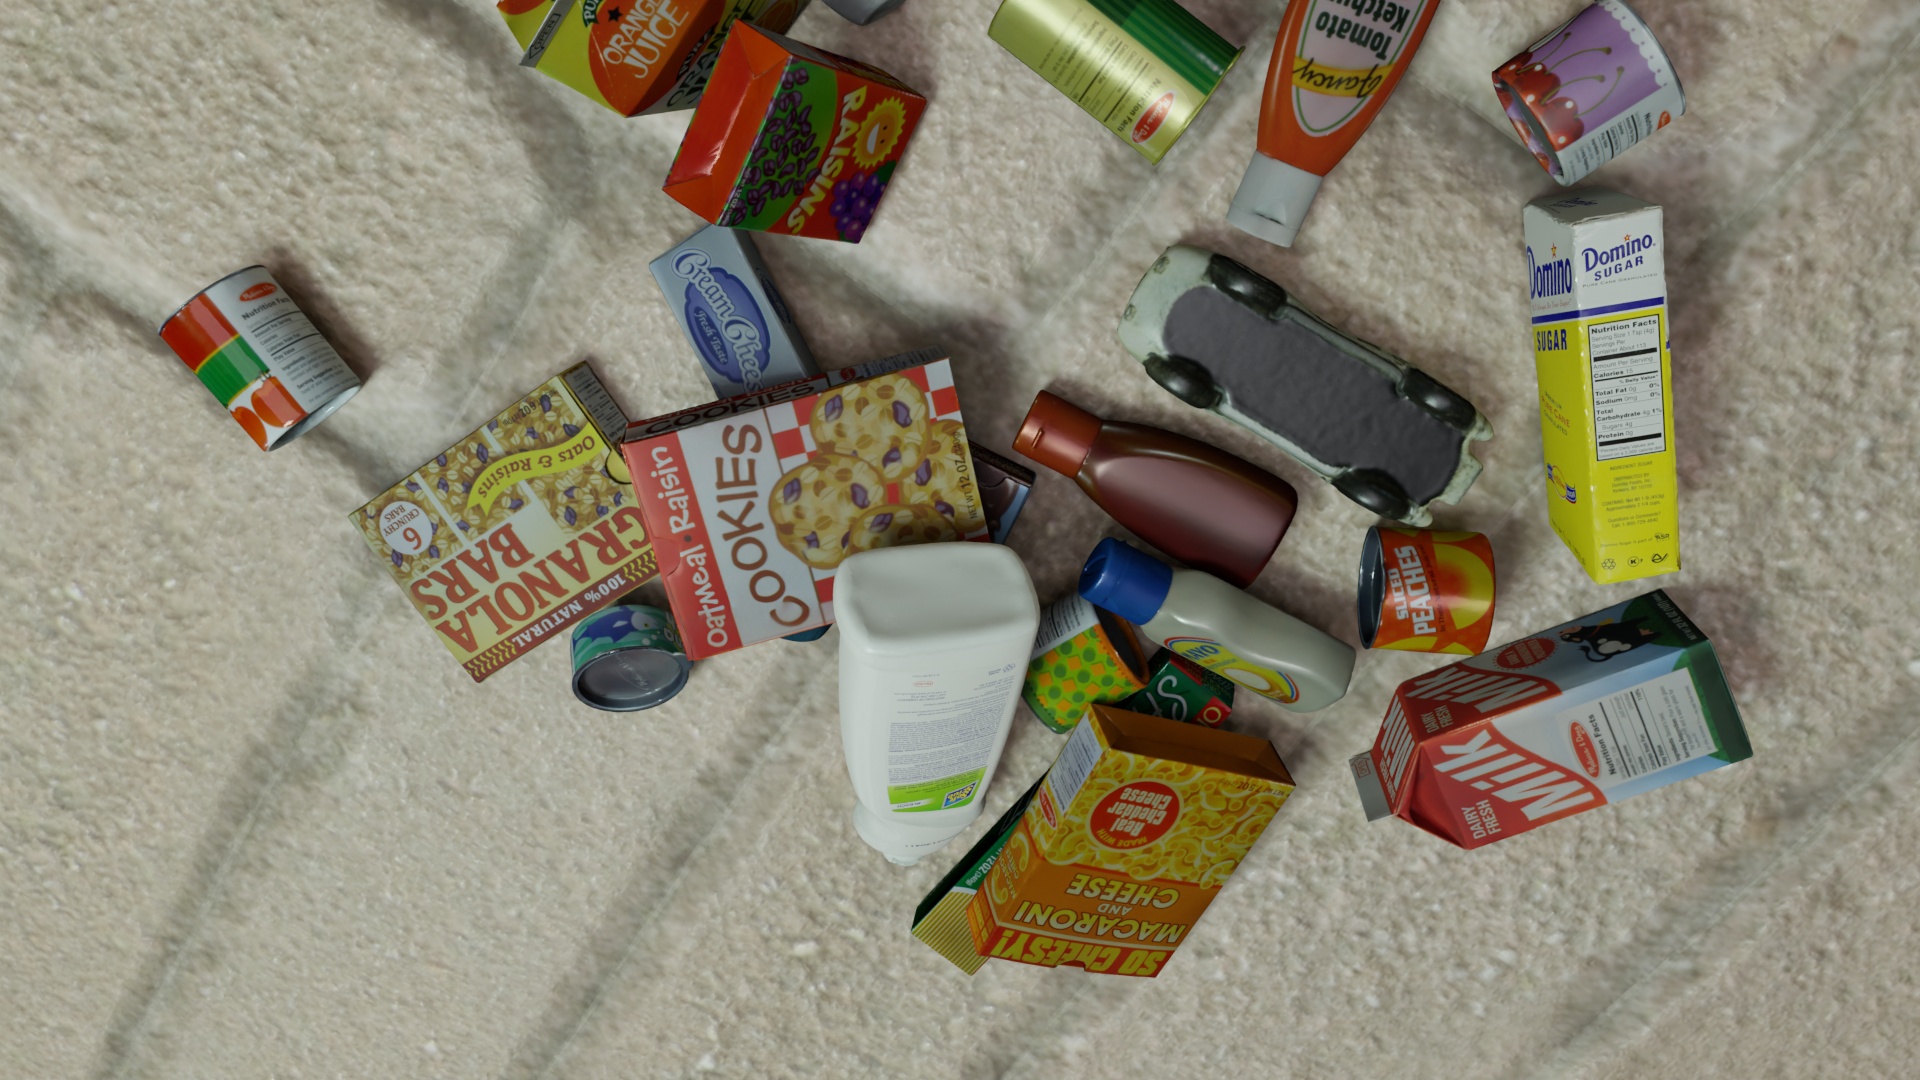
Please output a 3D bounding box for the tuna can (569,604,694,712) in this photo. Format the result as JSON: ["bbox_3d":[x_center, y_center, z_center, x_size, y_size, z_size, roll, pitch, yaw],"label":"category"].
[{"bbox_3d":[-0.191,0.068,0.809,0.071,0.033,0.070,-11,143,-8],"label":"tuna can"}]

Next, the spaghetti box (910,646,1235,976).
[{"bbox_3d":[0.063,0.162,0.826,0.050,0.029,0.249,37,110,-7],"label":"spaghetti box"}]

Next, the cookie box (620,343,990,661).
[{"bbox_3d":[-0.075,-0.019,0.714,0.168,0.040,0.122,-15,111,-5],"label":"cookie box"}]

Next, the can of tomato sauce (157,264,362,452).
[{"bbox_3d":[-0.391,-0.100,0.777,0.071,0.071,0.083,-34,102,18],"label":"can of tomato sauce"}]

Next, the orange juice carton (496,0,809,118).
[{"bbox_3d":[-0.138,-0.243,0.623,0.073,0.193,0.071,41,111,-6],"label":"orange juice carton"}]

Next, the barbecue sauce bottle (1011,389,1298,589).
[{"bbox_3d":[0.101,-0.032,0.744,0.148,0.044,0.064,26,117,-1],"label":"barbecue sauce bottle"}]

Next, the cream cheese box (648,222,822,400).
[{"bbox_3d":[-0.120,-0.116,0.743,0.053,0.024,0.104,-28,89,17],"label":"cream cheese box"}]

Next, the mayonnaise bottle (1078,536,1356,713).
[{"bbox_3d":[0.135,0.046,0.747,0.148,0.064,0.041,26,69,-12],"label":"mayonnaise bottle"}]

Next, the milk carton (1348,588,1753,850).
[{"bbox_3d":[0.305,0.103,0.748,0.190,0.072,0.073,-23,105,14],"label":"milk carton"}]

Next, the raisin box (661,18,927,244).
[{"bbox_3d":[-0.077,-0.192,0.668,0.040,0.124,0.085,35,111,20],"label":"raisin box"}]

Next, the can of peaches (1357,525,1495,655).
[{"bbox_3d":[0.244,0.027,0.730,0.058,0.071,0.071,4,110,6],"label":"can of peaches"}]

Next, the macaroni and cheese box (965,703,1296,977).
[{"bbox_3d":[0.093,0.176,0.788,0.124,0.040,0.165,14,119,-23],"label":"macaroni and cheese box"}]

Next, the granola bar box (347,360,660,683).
[{"bbox_3d":[-0.250,-0.008,0.804,0.165,0.039,0.124,-30,103,17],"label":"granola bar box"}]

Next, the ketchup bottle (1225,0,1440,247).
[{"bbox_3d":[0.175,-0.217,0.669,0.065,0.044,0.148,22,111,0],"label":"ketchup bottle"}]

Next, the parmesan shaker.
[{"bbox_3d":[0.074,-0.239,0.661,0.103,0.071,0.071,37,110,-5],"label":"parmesan shaker"}]

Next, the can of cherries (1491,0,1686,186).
[{"bbox_3d":[0.289,-0.210,0.645,0.058,0.072,0.071,-33,102,18],"label":"can of cherries"}]

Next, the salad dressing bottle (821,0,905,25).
[{"bbox_3d":[-0.074,-0.322,0.666,0.064,0.044,0.147,-28,102,35],"label":"salad dressing bottle"}]

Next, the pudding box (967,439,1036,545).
[{"bbox_3d":[0.003,-0.010,0.773,0.050,0.030,0.083,26,111,0],"label":"pudding box"}]

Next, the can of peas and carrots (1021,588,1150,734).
[{"bbox_3d":[0.066,0.067,0.772,0.058,0.071,0.071,-32,102,17],"label":"can of peas and carrots"}]
